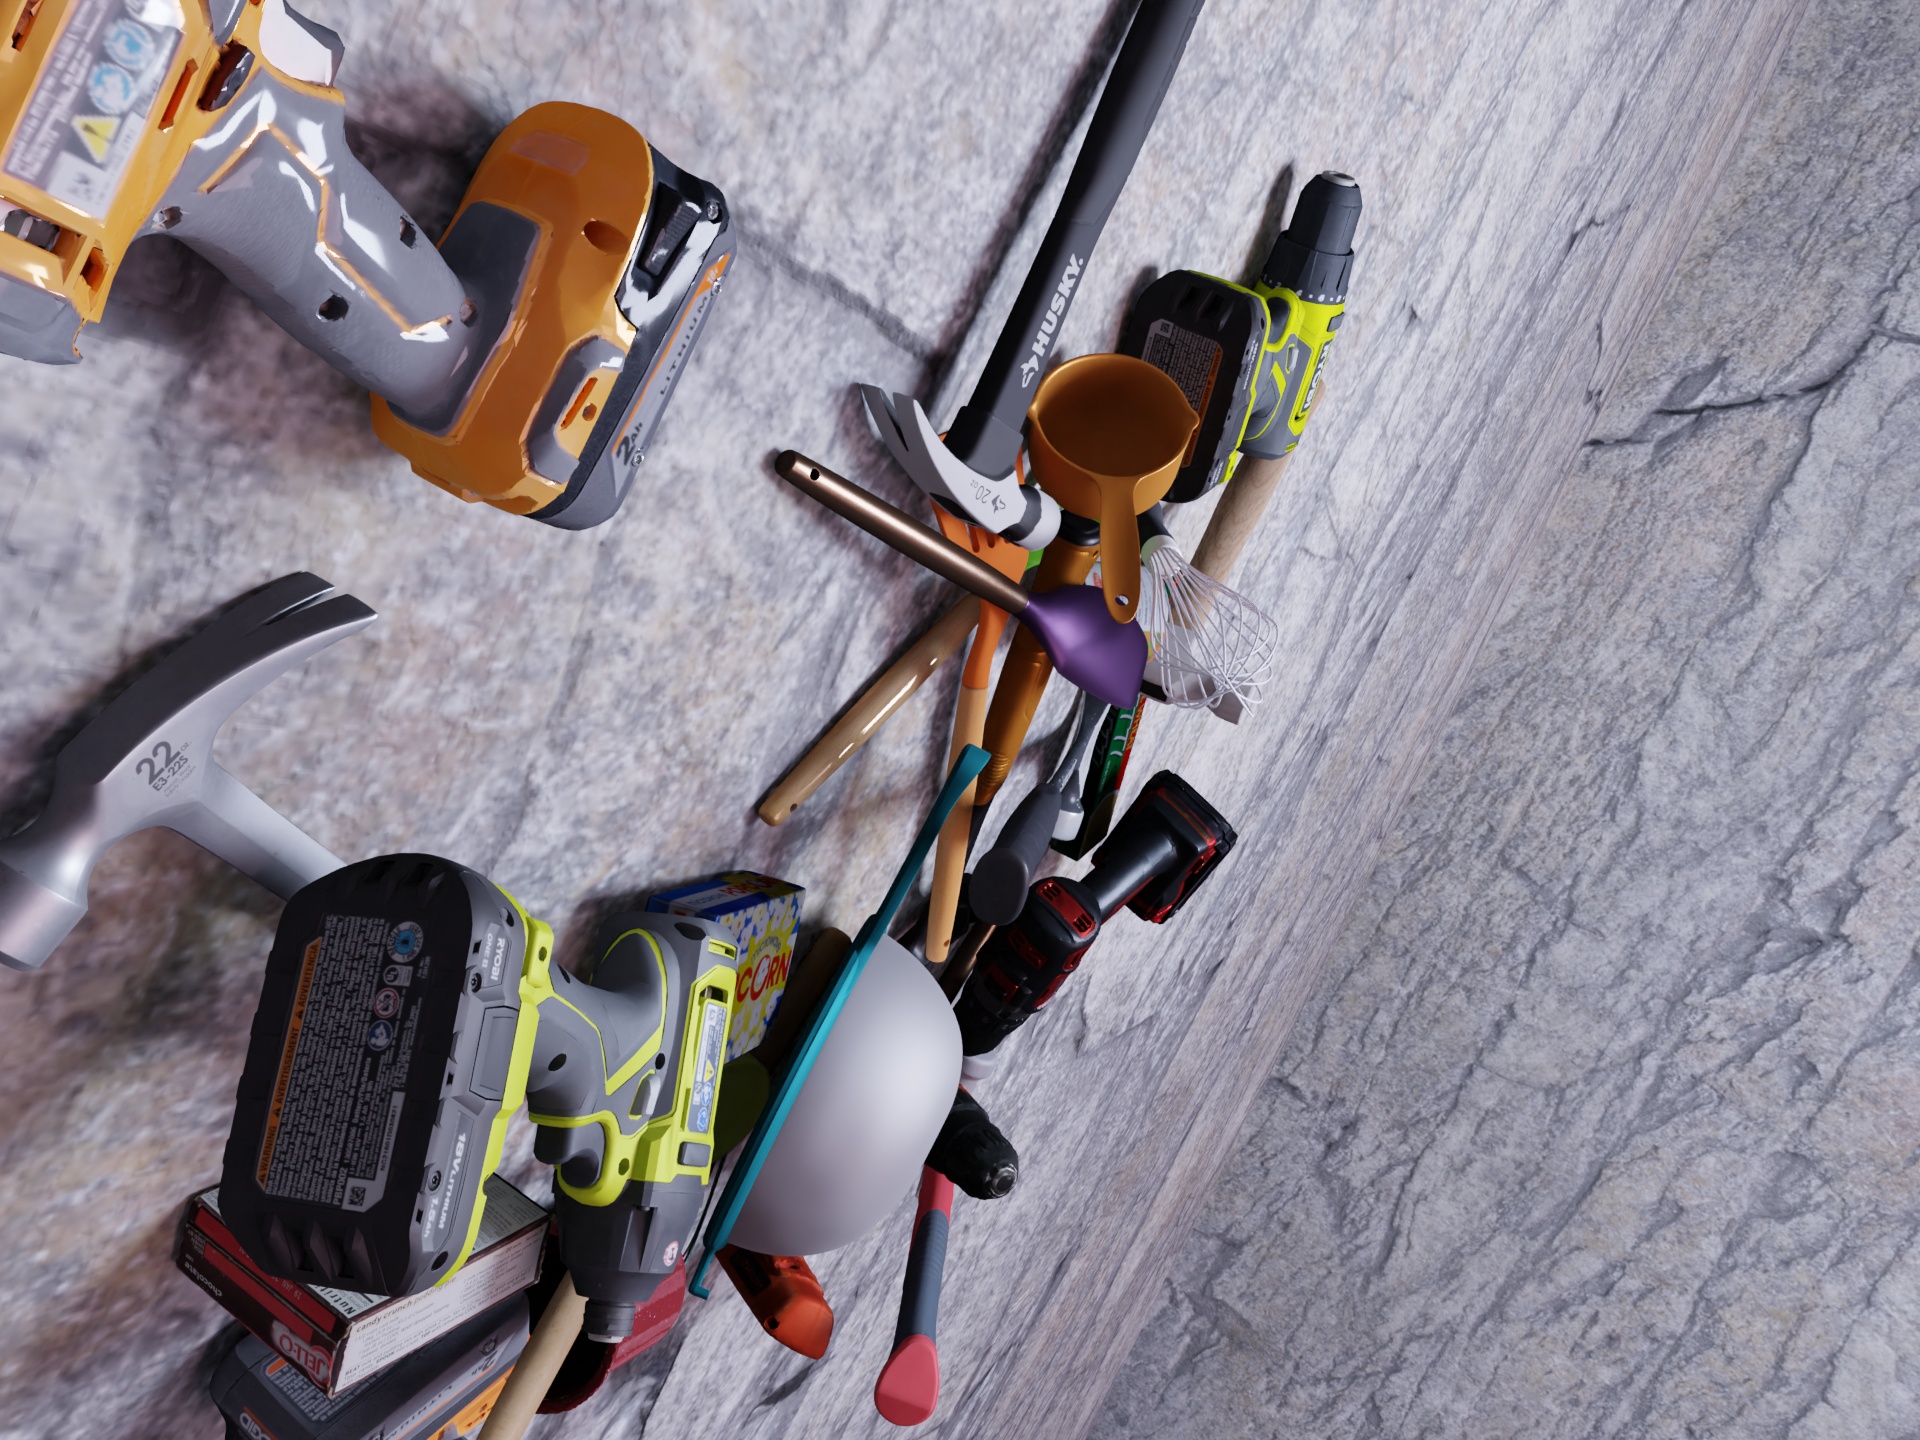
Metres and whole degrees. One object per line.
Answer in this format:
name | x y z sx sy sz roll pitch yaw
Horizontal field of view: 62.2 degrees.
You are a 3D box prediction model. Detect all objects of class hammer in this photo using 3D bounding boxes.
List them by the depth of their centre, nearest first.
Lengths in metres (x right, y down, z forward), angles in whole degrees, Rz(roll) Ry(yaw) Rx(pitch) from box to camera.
hammer | -0.205 0.093 0.633 0.144 0.035 0.405 -54 156 -17
hammer | 0.060 -0.257 0.777 0.146 0.035 0.335 21 93 -54
hammer | 0.017 0.023 0.974 0.127 0.034 0.336 -34 150 -50
hammer | 0.056 0.045 0.975 0.409 0.036 0.149 -42 151 -76
hammer | -0.026 0.361 1.097 0.386 0.038 0.143 -73 -175 -76
hammer | 0.189 -0.140 1.120 0.031 0.130 0.331 92 23 -53

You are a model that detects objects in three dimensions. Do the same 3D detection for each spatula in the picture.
spatula | 0.015 -0.072 0.819 0.315 0.018 0.060 24 77 -50
spatula | -0.001 -0.003 0.891 0.081 0.041 0.322 -22 130 -45

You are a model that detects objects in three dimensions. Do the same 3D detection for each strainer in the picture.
strainer | -0.032 0.172 0.893 0.340 0.095 0.211 -63 178 22

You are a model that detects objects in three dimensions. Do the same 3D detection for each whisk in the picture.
whisk | -0.133 0.225 0.920 0.245 0.051 0.047 -57 151 -19
whisk | 0.125 -0.082 0.925 0.285 0.070 0.070 -101 -156 -61

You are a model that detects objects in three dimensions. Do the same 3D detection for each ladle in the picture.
ladle | -0.153 0.244 0.744 0.320 0.062 0.078 -69 -176 -73

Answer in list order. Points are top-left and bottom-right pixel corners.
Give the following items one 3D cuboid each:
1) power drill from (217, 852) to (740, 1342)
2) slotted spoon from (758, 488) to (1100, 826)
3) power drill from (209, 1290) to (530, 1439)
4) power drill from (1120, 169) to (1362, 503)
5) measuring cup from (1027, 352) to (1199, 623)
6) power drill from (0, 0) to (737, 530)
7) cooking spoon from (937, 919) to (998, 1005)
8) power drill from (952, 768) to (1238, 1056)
power drill | -0.158 0.145 0.590 0.223 0.080 0.171 44 50 -65
slotted spoon | -0.007 -0.052 0.897 0.314 0.031 0.070 -47 152 -27
power drill | -0.277 0.349 0.714 0.164 0.084 0.226 -31 146 -49
power drill | 0.185 -0.245 1.018 0.228 0.080 0.190 -36 147 -50
measuring cup | 0.081 -0.117 0.864 0.052 0.095 0.174 100 -8 -63
power drill | -0.155 -0.159 0.415 0.226 0.084 0.185 20 96 -62
cooking spoon | -0.038 0.242 1.162 0.319 0.017 0.068 -57 161 -9
power drill | 0.087 0.149 1.169 0.227 0.080 0.187 -32 161 -42
